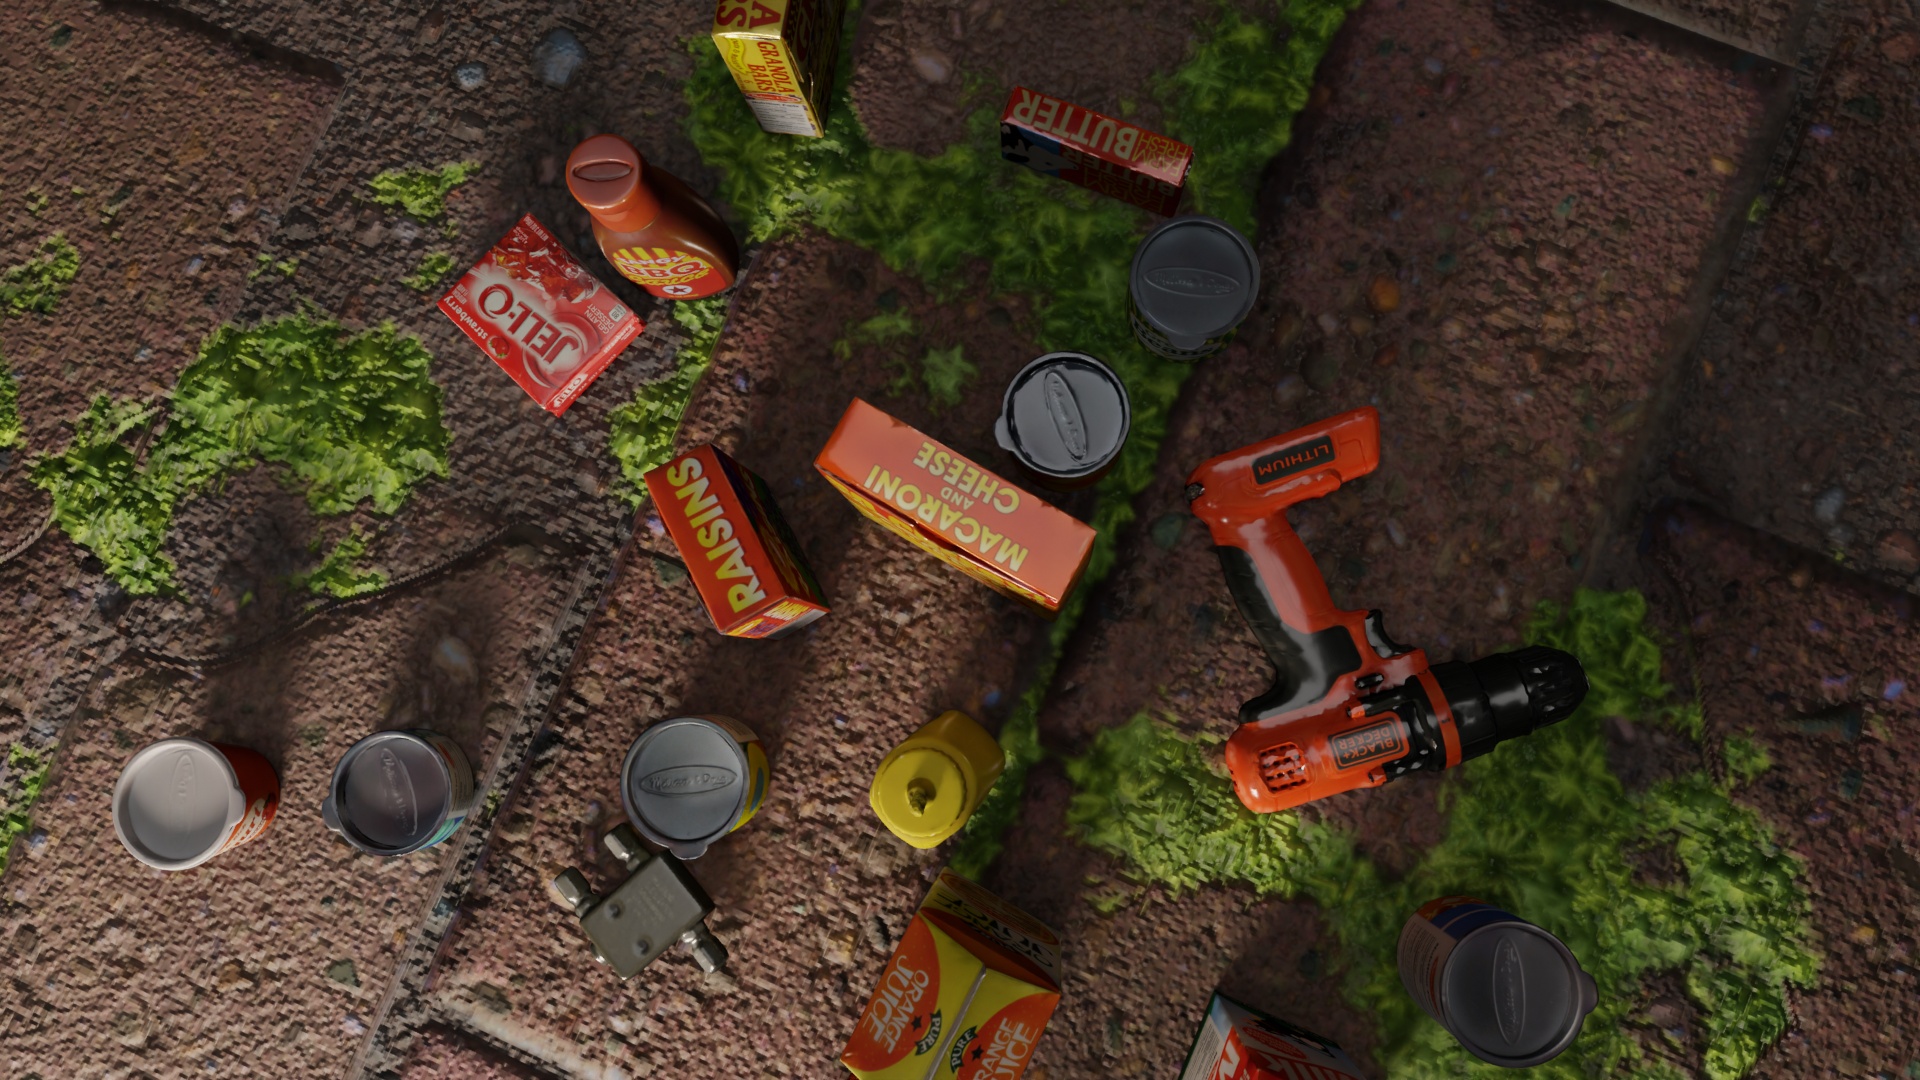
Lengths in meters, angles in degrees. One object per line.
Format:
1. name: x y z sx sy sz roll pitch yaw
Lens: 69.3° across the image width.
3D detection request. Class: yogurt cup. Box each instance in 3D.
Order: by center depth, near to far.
1. yogurt cup: -0.402 0.138 0.739 0.072 0.054 0.072 0 84 4

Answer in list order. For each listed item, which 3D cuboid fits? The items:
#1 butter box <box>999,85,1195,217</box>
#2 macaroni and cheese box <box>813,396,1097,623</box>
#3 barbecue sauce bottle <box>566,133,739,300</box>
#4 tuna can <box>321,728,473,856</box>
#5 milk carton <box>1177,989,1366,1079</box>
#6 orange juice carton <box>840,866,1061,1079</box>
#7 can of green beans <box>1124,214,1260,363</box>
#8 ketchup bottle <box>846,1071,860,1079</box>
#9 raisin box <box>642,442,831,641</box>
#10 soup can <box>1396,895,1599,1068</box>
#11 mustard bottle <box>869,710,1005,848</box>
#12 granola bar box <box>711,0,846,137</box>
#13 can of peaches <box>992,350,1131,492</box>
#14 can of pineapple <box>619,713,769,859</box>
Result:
1. butter box: 0.073 -0.209 0.750 0.103 0.053 0.024 21 86 6
2. macaroni and cheese box: 0.002 -0.008 0.674 0.124 0.166 0.040 29 87 6
3. barbecue sauce bottle: -0.159 -0.163 0.711 0.065 0.148 0.043 -2 84 3
4. tuna can: -0.300 0.135 0.743 0.071 0.033 0.071 0 84 4
5. milk carton: 0.144 0.269 0.621 0.072 0.190 0.073 23 86 6
6. orange juice carton: 0.000 0.209 0.636 0.073 0.192 0.072 28 87 6
7. can of green beans: 0.121 -0.131 0.735 0.071 0.058 0.071 0 84 4
8. ketchup bottle: -0.033 0.284 0.651 0.065 0.148 0.043 38 88 7
9. raisin box: -0.110 0.004 0.701 0.040 0.123 0.086 -27 83 1
10. soup can: 0.258 0.211 0.675 0.071 0.083 0.071 0 84 4
11. mustard bottle: -0.013 0.115 0.664 0.049 0.160 0.065 42 88 7
12. granola bar box: -0.086 -0.316 0.736 0.039 0.124 0.165 8 84 4
13. can of peaches: 0.053 -0.061 0.731 0.071 0.058 0.071 0 84 4
14. can of pineapple: -0.137 0.125 0.722 0.071 0.058 0.071 0 84 4
